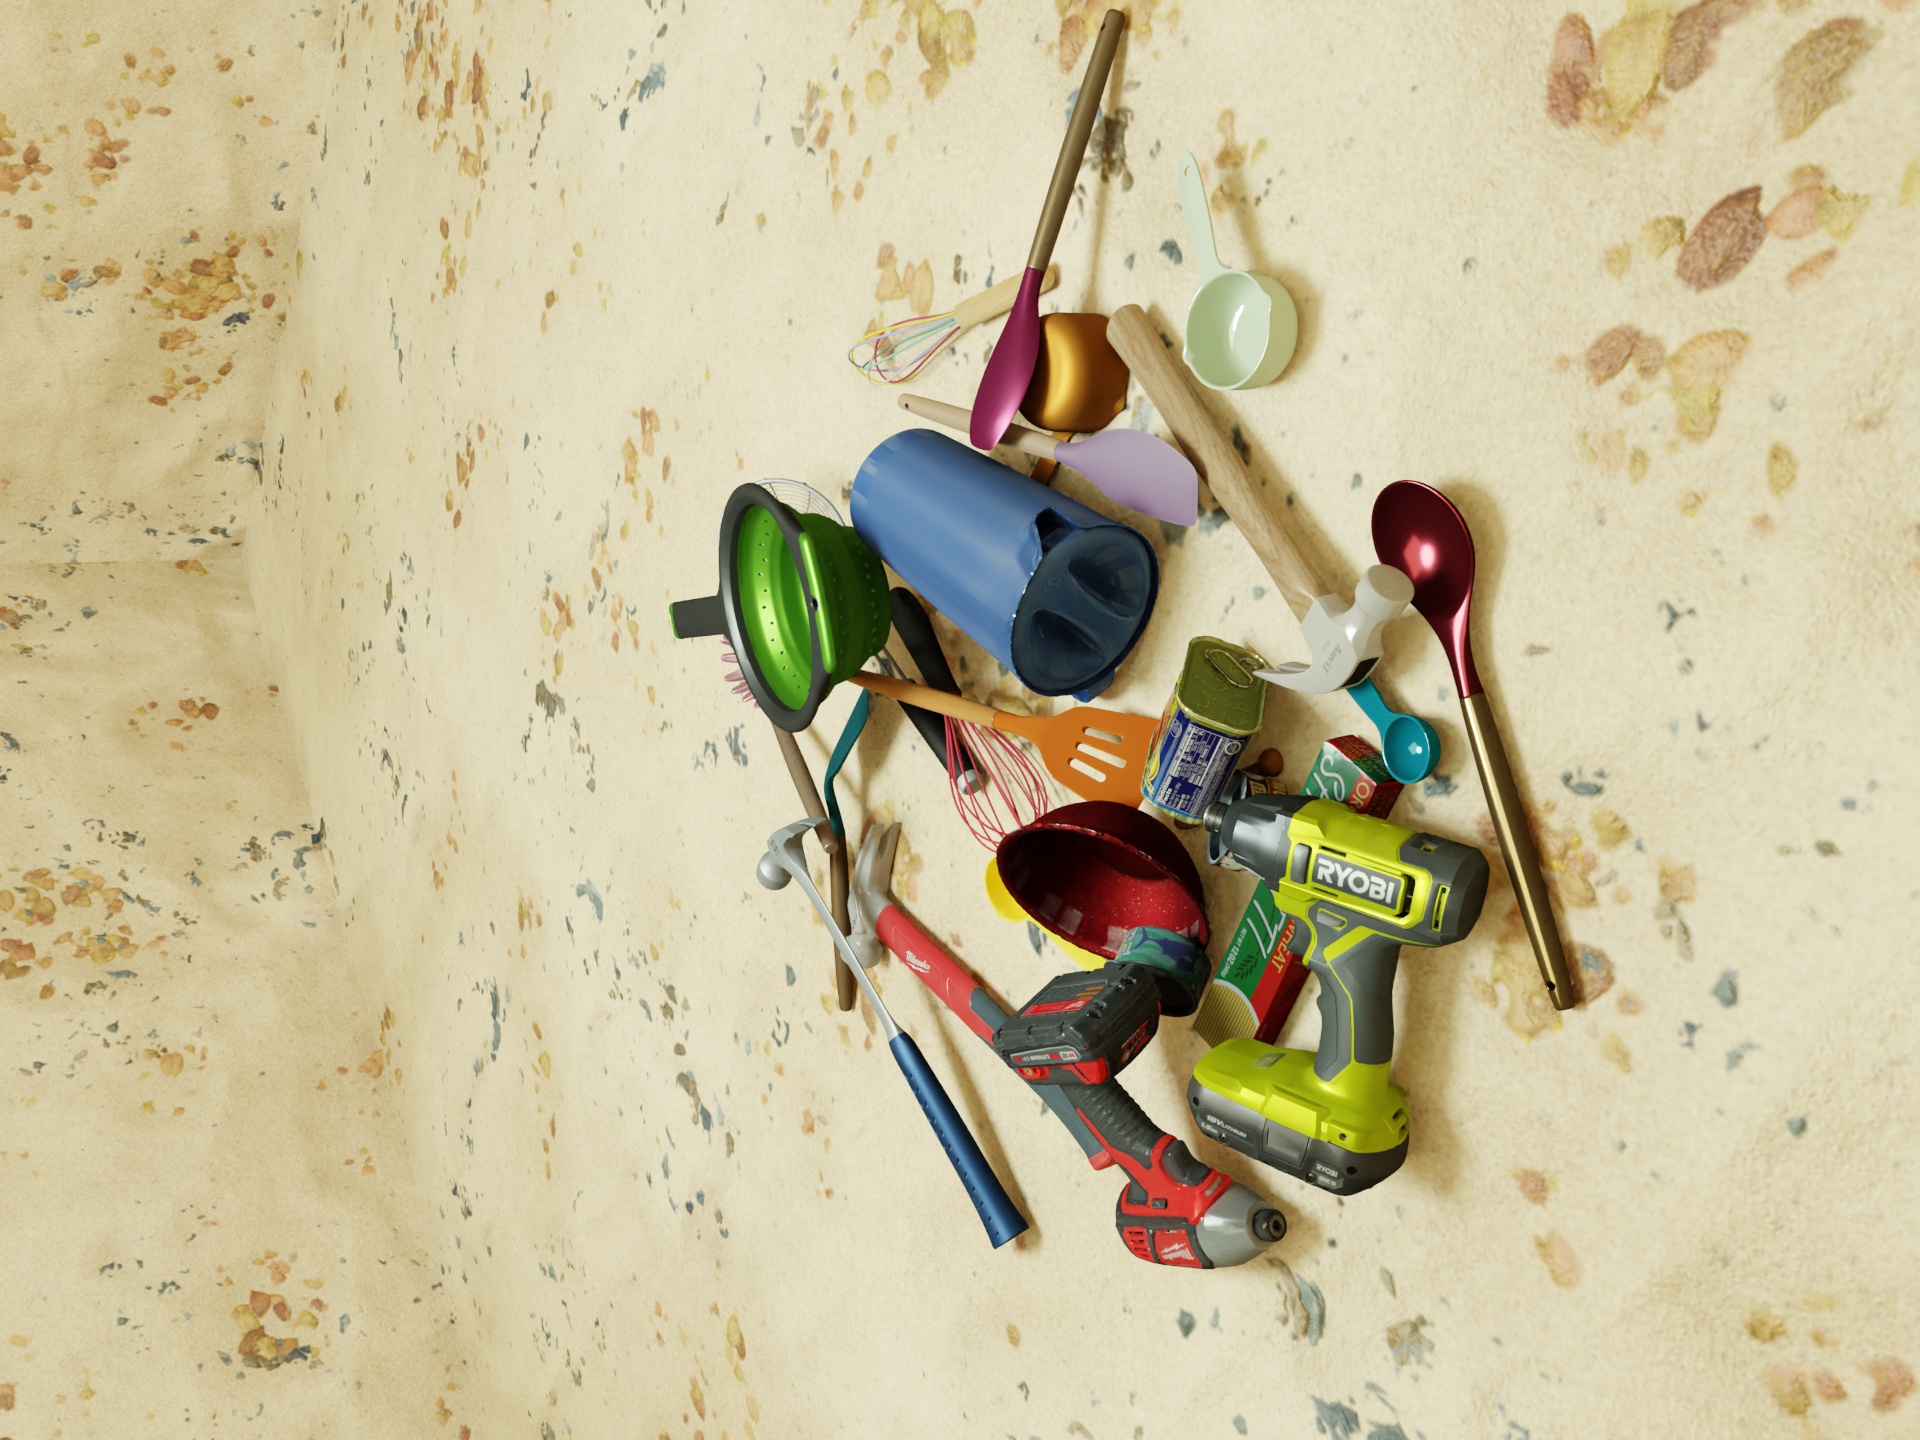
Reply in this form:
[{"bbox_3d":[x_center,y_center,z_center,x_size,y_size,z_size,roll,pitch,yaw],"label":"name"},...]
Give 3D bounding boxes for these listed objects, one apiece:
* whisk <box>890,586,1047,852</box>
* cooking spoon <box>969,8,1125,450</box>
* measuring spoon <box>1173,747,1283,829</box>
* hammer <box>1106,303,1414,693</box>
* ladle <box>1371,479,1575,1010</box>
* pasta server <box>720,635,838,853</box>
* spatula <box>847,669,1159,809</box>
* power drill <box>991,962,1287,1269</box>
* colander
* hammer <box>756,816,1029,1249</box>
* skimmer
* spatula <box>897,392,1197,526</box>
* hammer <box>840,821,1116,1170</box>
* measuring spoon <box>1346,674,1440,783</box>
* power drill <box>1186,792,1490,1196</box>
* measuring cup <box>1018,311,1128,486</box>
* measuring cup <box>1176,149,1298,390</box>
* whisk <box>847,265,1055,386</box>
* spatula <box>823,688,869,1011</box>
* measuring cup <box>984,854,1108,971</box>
[{"bbox_3d":[-0.002,-0.004,1.305,0.073,0.073,0.296,-60,43,39],"label":"whisk"},{"bbox_3d":[0.061,-0.349,1.143,0.069,0.017,0.319,32,107,58],"label":"cooking spoon"},{"bbox_3d":[0.181,0.050,1.097,0.117,0.011,0.021,-41,62,48],"label":"measuring spoon"},{"bbox_3d":[0.177,-0.154,1.045,0.332,0.031,0.130,64,152,31],"label":"hammer"},{"bbox_3d":[0.302,0.011,0.915,0.069,0.031,0.315,-28,73,59],"label":"ladle"},{"bbox_3d":[-0.174,0.019,1.516,0.317,0.040,0.060,-119,26,-46],"label":"pasta server"},{"bbox_3d":[0.019,-0.001,1.236,0.323,0.041,0.081,18,79,46],"label":"spatula"},{"bbox_3d":[0.130,0.282,1.098,0.143,0.078,0.219,-21,102,54],"label":"power drill"},{"bbox_3d":[-0.156,-0.100,1.375,0.397,0.094,0.204,2,104,63],"label":"colander"},{"bbox_3d":[-0.059,0.263,1.370,0.406,0.035,0.144,58,152,16],"label":"hammer"},{"bbox_3d":[-0.098,-0.071,1.396,0.127,0.090,0.364,-52,54,24],"label":"skimmer"},{"bbox_3d":[0.055,-0.203,1.156,0.316,0.018,0.059,27,132,44],"label":"spatula"},{"bbox_3d":[0.019,0.230,1.323,0.387,0.038,0.143,36,121,46],"label":"hammer"},{"bbox_3d":[0.260,-0.014,0.982,0.042,0.021,0.129,110,147,-41],"label":"measuring spoon"},{"bbox_3d":[0.217,0.160,0.980,0.171,0.080,0.223,18,111,33],"label":"power drill"},{"bbox_3d":[0.061,-0.224,1.190,0.095,0.052,0.173,53,133,35],"label":"measuring cup"},{"bbox_3d":[0.175,-0.295,1.039,0.083,0.038,0.168,-27,71,52],"label":"measuring cup"},{"bbox_3d":[-0.008,-0.319,1.291,0.245,0.051,0.047,-11,107,50],"label":"whisk"},{"bbox_3d":[-0.102,0.128,1.477,0.082,0.044,0.317,-108,16,-70],"label":"spatula"},{"bbox_3d":[0.081,0.158,1.248,0.157,0.029,0.062,40,128,30],"label":"measuring cup"}]
